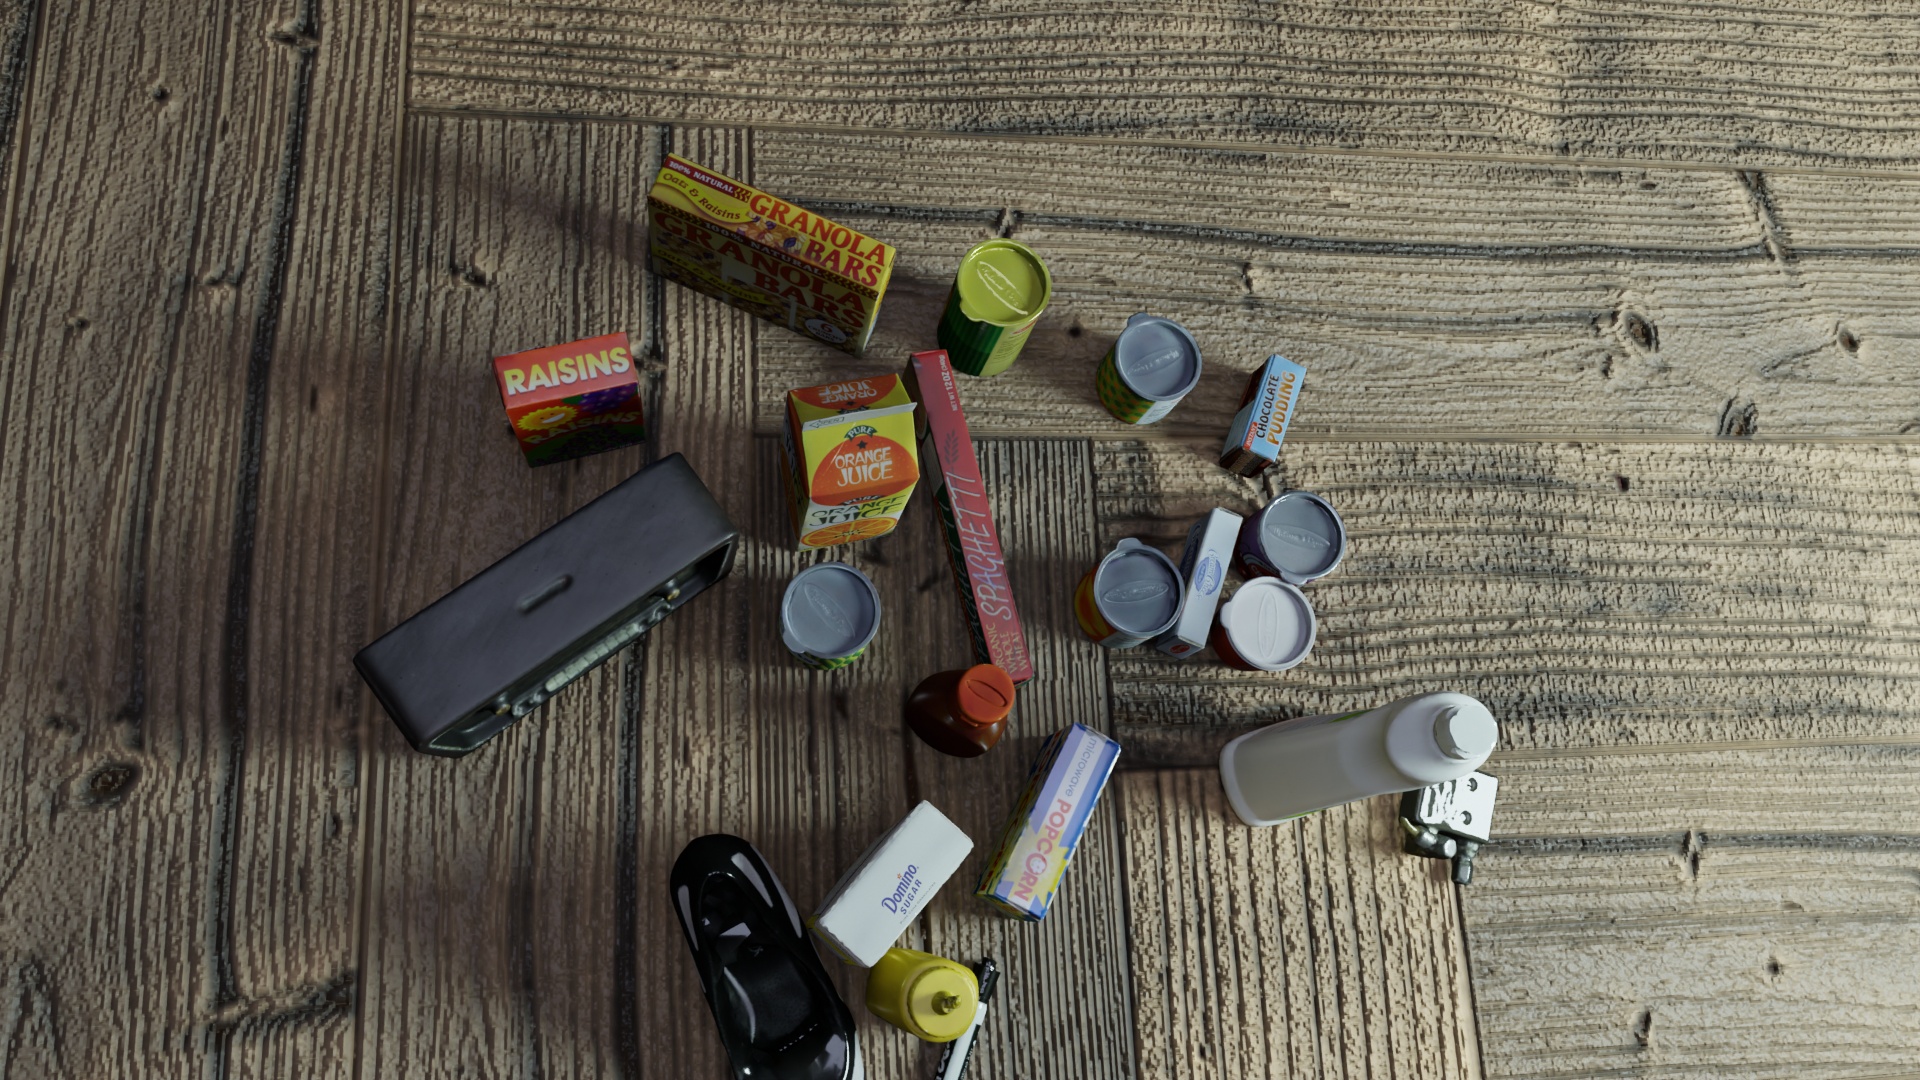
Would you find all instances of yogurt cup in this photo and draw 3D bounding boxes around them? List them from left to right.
[{"bbox_3d":[0.216,0.064,1.006,0.072,0.053,0.072,2,75,-9],"label":"yogurt cup"}]

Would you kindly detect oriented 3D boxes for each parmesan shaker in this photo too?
[{"bbox_3d":[0.020,-0.165,1.005,0.071,0.102,0.071,2,76,-9],"label":"parmesan shaker"}]

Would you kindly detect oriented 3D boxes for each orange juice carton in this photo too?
[{"bbox_3d":[-0.075,-0.053,0.912,0.072,0.192,0.073,-10,78,-12],"label":"orange juice carton"}]

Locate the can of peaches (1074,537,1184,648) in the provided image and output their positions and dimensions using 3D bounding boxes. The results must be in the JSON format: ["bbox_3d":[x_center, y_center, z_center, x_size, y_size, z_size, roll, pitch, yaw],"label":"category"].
[{"bbox_3d":[0.119,0.039,0.993,0.071,0.058,0.071,2,75,-9],"label":"can of peaches"}]

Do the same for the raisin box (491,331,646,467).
[{"bbox_3d":[-0.257,-0.093,0.926,0.086,0.123,0.040,-14,79,-13],"label":"raisin box"}]

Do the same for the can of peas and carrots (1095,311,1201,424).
[{"bbox_3d":[0.138,-0.128,1.040,0.071,0.058,0.071,2,75,-9],"label":"can of peas and carrots"}]

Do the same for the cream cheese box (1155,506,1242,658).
[{"bbox_3d":[0.172,0.031,1.007,0.024,0.053,0.104,21,73,-4],"label":"cream cheese box"}]

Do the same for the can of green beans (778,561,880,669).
[{"bbox_3d":[-0.091,0.053,0.952,0.071,0.057,0.071,2,75,-9],"label":"can of green beans"}]

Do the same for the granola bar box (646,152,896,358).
[{"bbox_3d":[-0.133,-0.197,0.975,0.165,0.124,0.039,22,73,-4],"label":"granola bar box"}]

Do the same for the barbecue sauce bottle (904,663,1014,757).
[{"bbox_3d":[0.003,0.110,0.907,0.065,0.148,0.044,32,73,-1],"label":"barbecue sauce bottle"}]

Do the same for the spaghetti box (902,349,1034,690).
[{"bbox_3d":[0.004,-0.012,0.990,0.029,0.050,0.250,-12,78,-13],"label":"spaghetti box"}]

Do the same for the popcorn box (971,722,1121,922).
[{"bbox_3d":[0.057,0.188,0.929,0.038,0.085,0.127,28,73,-2],"label":"popcorn box"}]

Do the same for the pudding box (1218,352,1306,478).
[{"bbox_3d":[0.228,-0.094,1.052,0.030,0.049,0.084,23,73,-4],"label":"pudding box"}]

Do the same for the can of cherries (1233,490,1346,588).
[{"bbox_3d":[0.240,0.005,1.023,0.071,0.058,0.071,2,75,-9],"label":"can of cherries"}]

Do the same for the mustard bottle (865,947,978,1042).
[{"bbox_3d":[-0.020,0.280,0.852,0.065,0.159,0.049,17,74,-6],"label":"mustard bottle"}]
